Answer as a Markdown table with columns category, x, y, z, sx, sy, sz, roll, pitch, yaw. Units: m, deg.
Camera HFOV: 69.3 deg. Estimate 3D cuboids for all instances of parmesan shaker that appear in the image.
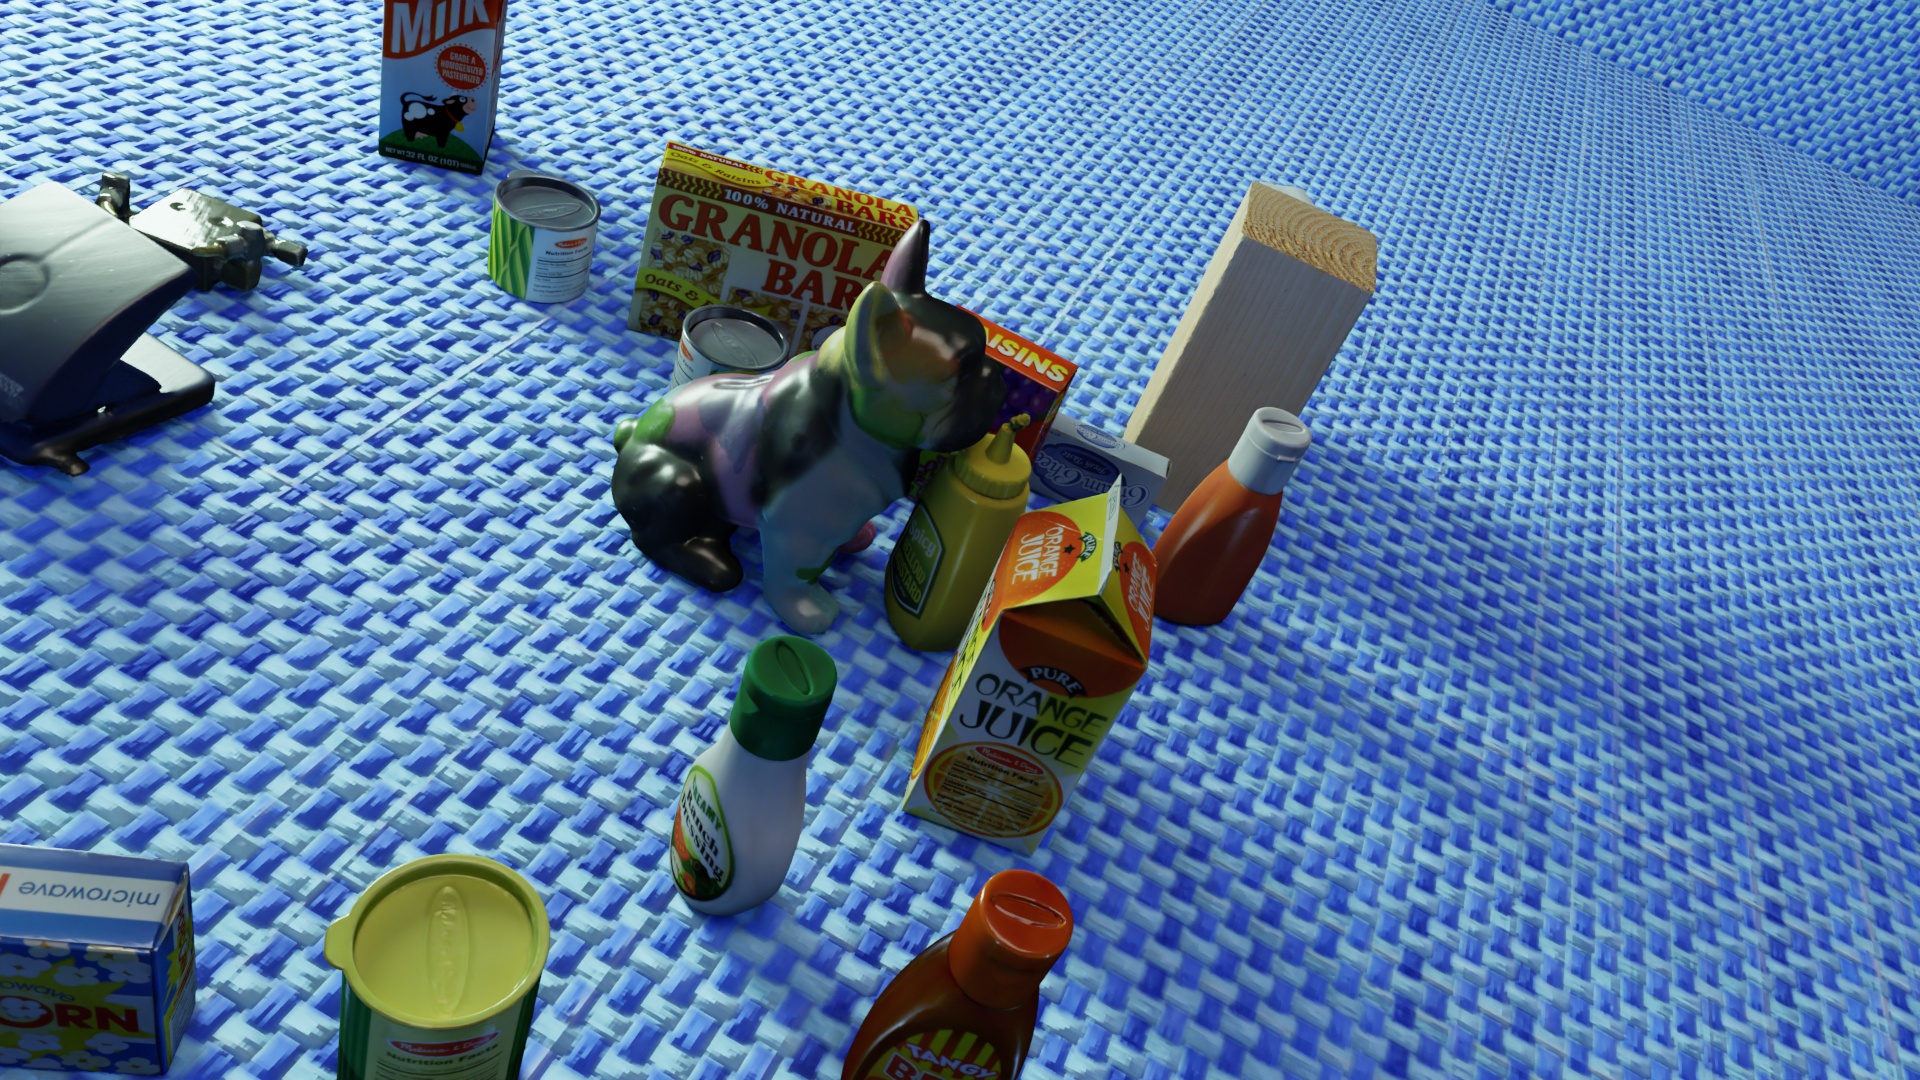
| category | x | y | z | sx | sy | sz | roll | pitch | yaw |
| --- | --- | --- | --- | --- | --- | --- | --- | --- | --- |
| parmesan shaker | -0.190 | 0.169 | 0.497 | 0.071 | 0.102 | 0.072 | 14 | 40 | -12 |

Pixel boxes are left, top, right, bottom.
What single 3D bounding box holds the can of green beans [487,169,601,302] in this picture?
| category | x | y | z | sx | sy | sz | roll | pitch | yaw |
| --- | --- | --- | --- | --- | --- | --- | --- | --- | --- |
| can of green beans | -0.272 | -0.197 | 0.907 | 0.071 | 0.057 | 0.071 | 14 | 40 | -12 |

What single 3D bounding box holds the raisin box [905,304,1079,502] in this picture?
| category | x | y | z | sx | sy | sz | roll | pitch | yaw |
| --- | --- | --- | --- | --- | --- | --- | --- | --- | --- |
| raisin box | 0.009 | -0.071 | 0.850 | 0.086 | 0.122 | 0.040 | 29 | 39 | 7 |

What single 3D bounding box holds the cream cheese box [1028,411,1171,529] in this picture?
| category | x | y | z | sx | sy | sz | roll | pitch | yaw |
| --- | --- | --- | --- | --- | --- | --- | --- | --- | --- |
| cream cheese box | 0.081 | -0.048 | 0.915 | 0.104 | 0.053 | 0.024 | 23 | 39 | -1 |

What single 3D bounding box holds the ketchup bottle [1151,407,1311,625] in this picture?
| category | x | y | z | sx | sy | sz | roll | pitch | yaw |
| --- | --- | --- | --- | --- | --- | --- | --- | --- | --- |
| ketchup bottle | 0.162 | -0.012 | 0.840 | 0.065 | 0.148 | 0.044 | 7 | 42 | -19 |

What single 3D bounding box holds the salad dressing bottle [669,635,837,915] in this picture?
| category | x | y | z | sx | sy | sz | roll | pitch | yaw |
| --- | --- | --- | --- | --- | --- | --- | --- | --- | --- |
| salad dressing bottle | -0.088 | 0.101 | 0.589 | 0.044 | 0.146 | 0.064 | -8 | 49 | -33 |

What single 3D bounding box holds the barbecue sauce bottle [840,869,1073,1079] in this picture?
| category | x | y | z | sx | sy | sz | roll | pitch | yaw |
| --- | --- | --- | --- | --- | --- | --- | --- | --- | --- |
| barbecue sauce bottle | 0.001 | 0.183 | 0.539 | 0.065 | 0.147 | 0.044 | 20 | 39 | -5 |

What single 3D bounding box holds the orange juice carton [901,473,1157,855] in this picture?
| category | x | y | z | sx | sy | sz | roll | pitch | yaw |
| --- | --- | --- | --- | --- | --- | --- | --- | --- | --- |
| orange juice carton | 0.038 | 0.059 | 0.663 | 0.073 | 0.191 | 0.072 | 20 | 39 | -4 |

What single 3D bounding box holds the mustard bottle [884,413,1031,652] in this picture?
| category | x | y | z | sx | sy | sz | roll | pitch | yaw |
| --- | --- | --- | --- | --- | --- | --- | --- | --- | --- |
| mustard bottle | 0.003 | -0.009 | 0.749 | 0.049 | 0.159 | 0.065 | -3 | 46 | -29 |

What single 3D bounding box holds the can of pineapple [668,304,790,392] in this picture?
| category | x | y | z | sx | sy | sz | roll | pitch | yaw |
| --- | --- | --- | --- | --- | --- | --- | --- | --- | --- |
| can of pineapple | -0.143 | -0.105 | 0.865 | 0.071 | 0.057 | 0.071 | 14 | 40 | -12 |

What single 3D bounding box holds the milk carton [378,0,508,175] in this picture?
| category | x | y | z | sx | sy | sz | roll | pitch | yaw |
| --- | --- | --- | --- | --- | --- | --- | --- | --- | --- |
| milk carton | -0.349 | -0.355 | 0.943 | 0.072 | 0.189 | 0.074 | 9 | 41 | -17 |

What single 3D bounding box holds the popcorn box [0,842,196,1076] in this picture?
| category | x | y | z | sx | sy | sz | roll | pitch | yaw |
| --- | --- | --- | --- | --- | --- | --- | --- | --- | --- |
| popcorn box | -0.333 | 0.141 | 0.471 | 0.127 | 0.084 | 0.038 | 10 | 41 | -16 |

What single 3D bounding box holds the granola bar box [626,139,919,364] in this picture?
| category | x | y | z | sx | sy | sz | roll | pitch | yaw |
| --- | --- | --- | --- | --- | --- | --- | --- | --- | --- |
| granola bar box | -0.123 | -0.178 | 0.906 | 0.166 | 0.123 | 0.039 | 12 | 40 | -14 |
